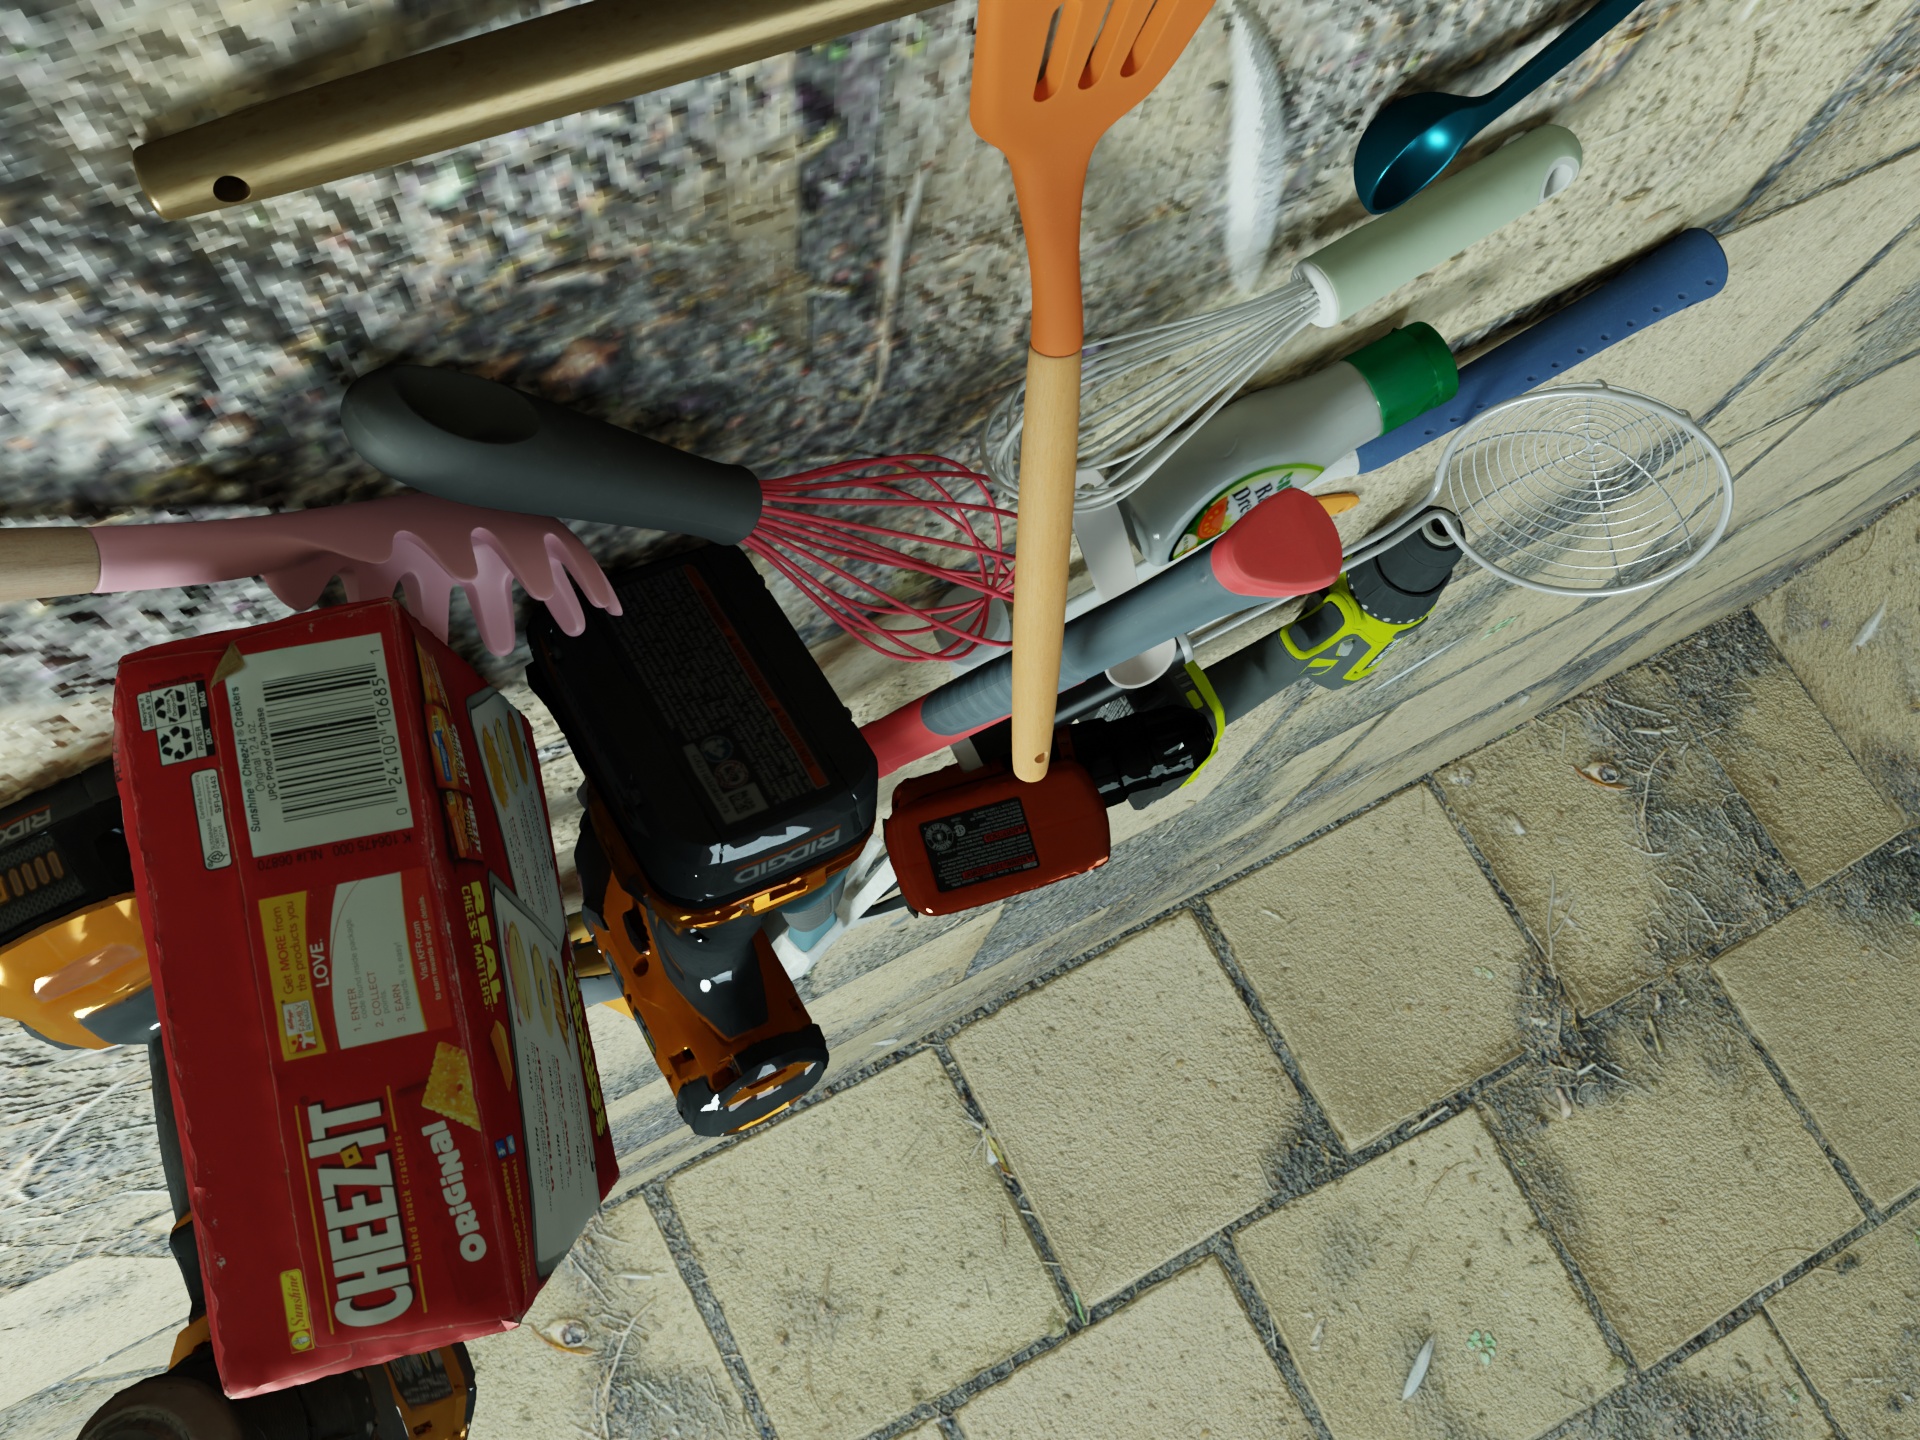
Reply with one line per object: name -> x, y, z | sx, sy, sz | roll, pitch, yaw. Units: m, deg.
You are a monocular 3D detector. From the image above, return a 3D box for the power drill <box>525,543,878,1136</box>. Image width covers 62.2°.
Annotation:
power drill -> -0.103, 0.041, 0.585 | 0.084, 0.164, 0.226 | -22, 152, -24

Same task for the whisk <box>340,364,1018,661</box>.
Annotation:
whisk -> -0.055, -0.061, 0.475 | 0.073, 0.073, 0.295 | -36, 159, 25

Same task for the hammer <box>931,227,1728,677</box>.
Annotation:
hammer -> 0.174, -0.118, 0.757 | 0.405, 0.035, 0.144 | -29, 166, -1

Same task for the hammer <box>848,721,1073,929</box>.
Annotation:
hammer -> -0.007, 0.058, 1.028 | 0.149, 0.036, 0.409 | -18, 162, -41

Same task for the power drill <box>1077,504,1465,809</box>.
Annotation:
power drill -> 0.196, -0.044, 0.980 | 0.228, 0.080, 0.190 | -28, 166, -16

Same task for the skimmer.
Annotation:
skimmer -> 0.168, -0.047, 0.736 | 0.363, 0.090, 0.127 | -26, 133, 0

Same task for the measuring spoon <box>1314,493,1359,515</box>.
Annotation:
measuring spoon -> 0.183, -0.109, 0.854 | 0.117, 0.011, 0.021 | -15, 160, -44

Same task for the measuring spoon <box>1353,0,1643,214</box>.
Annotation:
measuring spoon -> 0.171, -0.207, 0.496 | 0.128, 0.021, 0.042 | -38, 166, -1

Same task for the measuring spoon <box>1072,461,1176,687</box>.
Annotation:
measuring spoon -> 0.064, -0.063, 0.678 | 0.034, 0.018, 0.124 | -26, 131, -3

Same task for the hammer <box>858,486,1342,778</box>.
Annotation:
hammer -> -0.001, -0.002, 0.681 | 0.386, 0.038, 0.143 | -26, 172, 39

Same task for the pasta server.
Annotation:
pasta server -> -0.212, -0.025, 0.336 | 0.060, 0.040, 0.316 | -17, 176, 43

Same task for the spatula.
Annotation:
spatula -> 0.031, -0.085, 0.465 | 0.081, 0.041, 0.322 | -23, 142, -21

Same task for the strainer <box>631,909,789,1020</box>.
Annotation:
strainer -> -0.189, 0.155, 0.941 | 0.151, 0.069, 0.256 | -39, 164, 35

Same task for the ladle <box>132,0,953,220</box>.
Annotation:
ladle -> 0.002, -0.157, 0.304 | 0.320, 0.062, 0.078 | -20, 157, -7

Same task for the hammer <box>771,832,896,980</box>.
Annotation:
hammer -> -0.075, 0.094, 0.800 | 0.128, 0.033, 0.331 | -46, 175, -13

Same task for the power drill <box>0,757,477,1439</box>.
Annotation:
power drill -> -0.222, 0.127, 0.455 | 0.084, 0.226, 0.185 | -27, 166, -9

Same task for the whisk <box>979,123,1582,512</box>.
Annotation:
whisk -> 0.114, -0.142, 0.544 | 0.246, 0.059, 0.057 | -31, 150, -11

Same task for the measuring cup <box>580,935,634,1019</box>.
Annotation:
measuring cup -> -0.150, 0.136, 0.853 | 0.095, 0.052, 0.173 | -59, 162, -28
